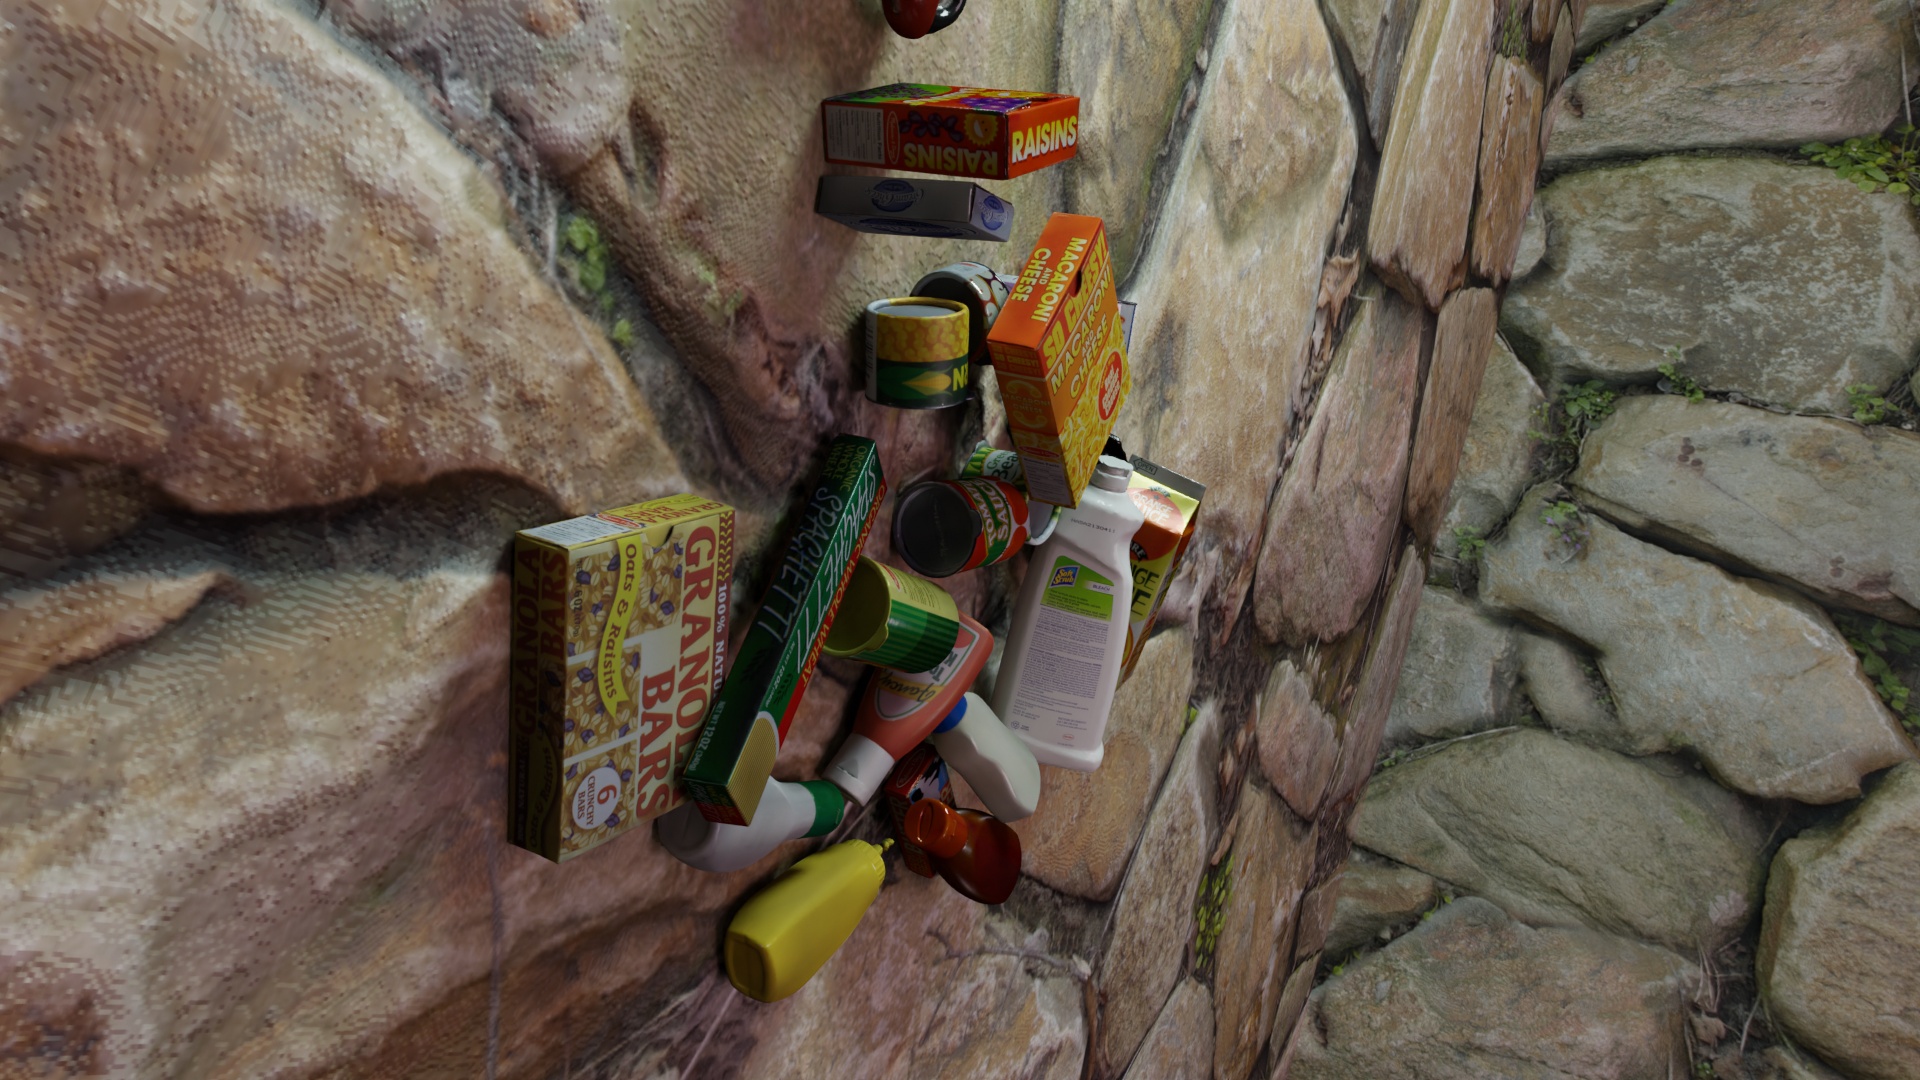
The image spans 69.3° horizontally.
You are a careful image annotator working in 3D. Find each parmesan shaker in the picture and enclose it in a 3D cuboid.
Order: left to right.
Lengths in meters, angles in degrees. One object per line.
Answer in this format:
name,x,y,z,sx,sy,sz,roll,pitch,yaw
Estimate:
parmesan shaker,-0.050,0.052,0.908,0.103,0.071,0.071,26,79,-62

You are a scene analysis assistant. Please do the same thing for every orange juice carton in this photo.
orange juice carton,0.143,0.027,1.195,0.192,0.072,0.073,-69,166,13

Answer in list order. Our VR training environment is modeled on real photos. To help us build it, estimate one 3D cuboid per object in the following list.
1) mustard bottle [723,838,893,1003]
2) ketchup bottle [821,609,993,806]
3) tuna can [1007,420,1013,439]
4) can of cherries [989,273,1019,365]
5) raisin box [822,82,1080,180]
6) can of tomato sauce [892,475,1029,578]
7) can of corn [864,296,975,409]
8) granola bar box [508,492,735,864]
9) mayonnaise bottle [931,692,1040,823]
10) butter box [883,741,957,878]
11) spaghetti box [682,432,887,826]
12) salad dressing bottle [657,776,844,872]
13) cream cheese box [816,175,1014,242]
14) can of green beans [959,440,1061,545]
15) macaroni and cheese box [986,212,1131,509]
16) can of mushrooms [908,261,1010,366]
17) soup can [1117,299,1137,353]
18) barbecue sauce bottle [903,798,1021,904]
mustard bottle,-0.094,0.243,0.935,0.161,0.049,0.065,-31,128,-54
ketchup bottle,-0.040,0.114,0.967,0.149,0.065,0.043,-55,159,-20
tuna can,0.071,-0.092,1.072,0.033,0.071,0.070,-58,147,-29
can of cherries,0.034,-0.152,0.985,0.072,0.058,0.071,-36,133,-52
raisin box,-0.005,-0.240,0.806,0.086,0.123,0.040,-34,132,-51
can of tomato sauce,0.003,-0.012,0.978,0.083,0.071,0.071,-12,112,-60
can of corn,-0.025,-0.119,0.879,0.071,0.071,0.058,-30,127,-54
granola bar box,-0.173,0.067,0.723,0.124,0.039,0.165,-19,119,-58
mayonnaise bottle,0.009,0.151,1.049,0.147,0.041,0.065,50,29,-34
butter box,-0.027,0.207,1.066,0.053,0.024,0.103,-52,144,-39
spaghetti box,-0.096,0.044,0.811,0.050,0.029,0.251,79,25,-51
salad dressing bottle,-0.124,0.168,0.855,0.147,0.044,0.064,17,87,-63
cream cheese box,-0.026,-0.193,0.809,0.053,0.104,0.024,2,97,-63
can of green beans,0.038,-0.034,1.044,0.071,0.058,0.071,-34,131,-52
macaroni and cheese box,0.073,-0.121,0.956,0.165,0.040,0.124,71,38,-52
can of mushrooms,0.000,-0.146,0.915,0.033,0.071,0.070,-31,129,-52
soup can,0.099,-0.152,1.099,0.071,0.071,0.083,-10,112,-60
barbecue sauce bottle,0.002,0.232,1.056,0.148,0.043,0.065,49,49,-57
